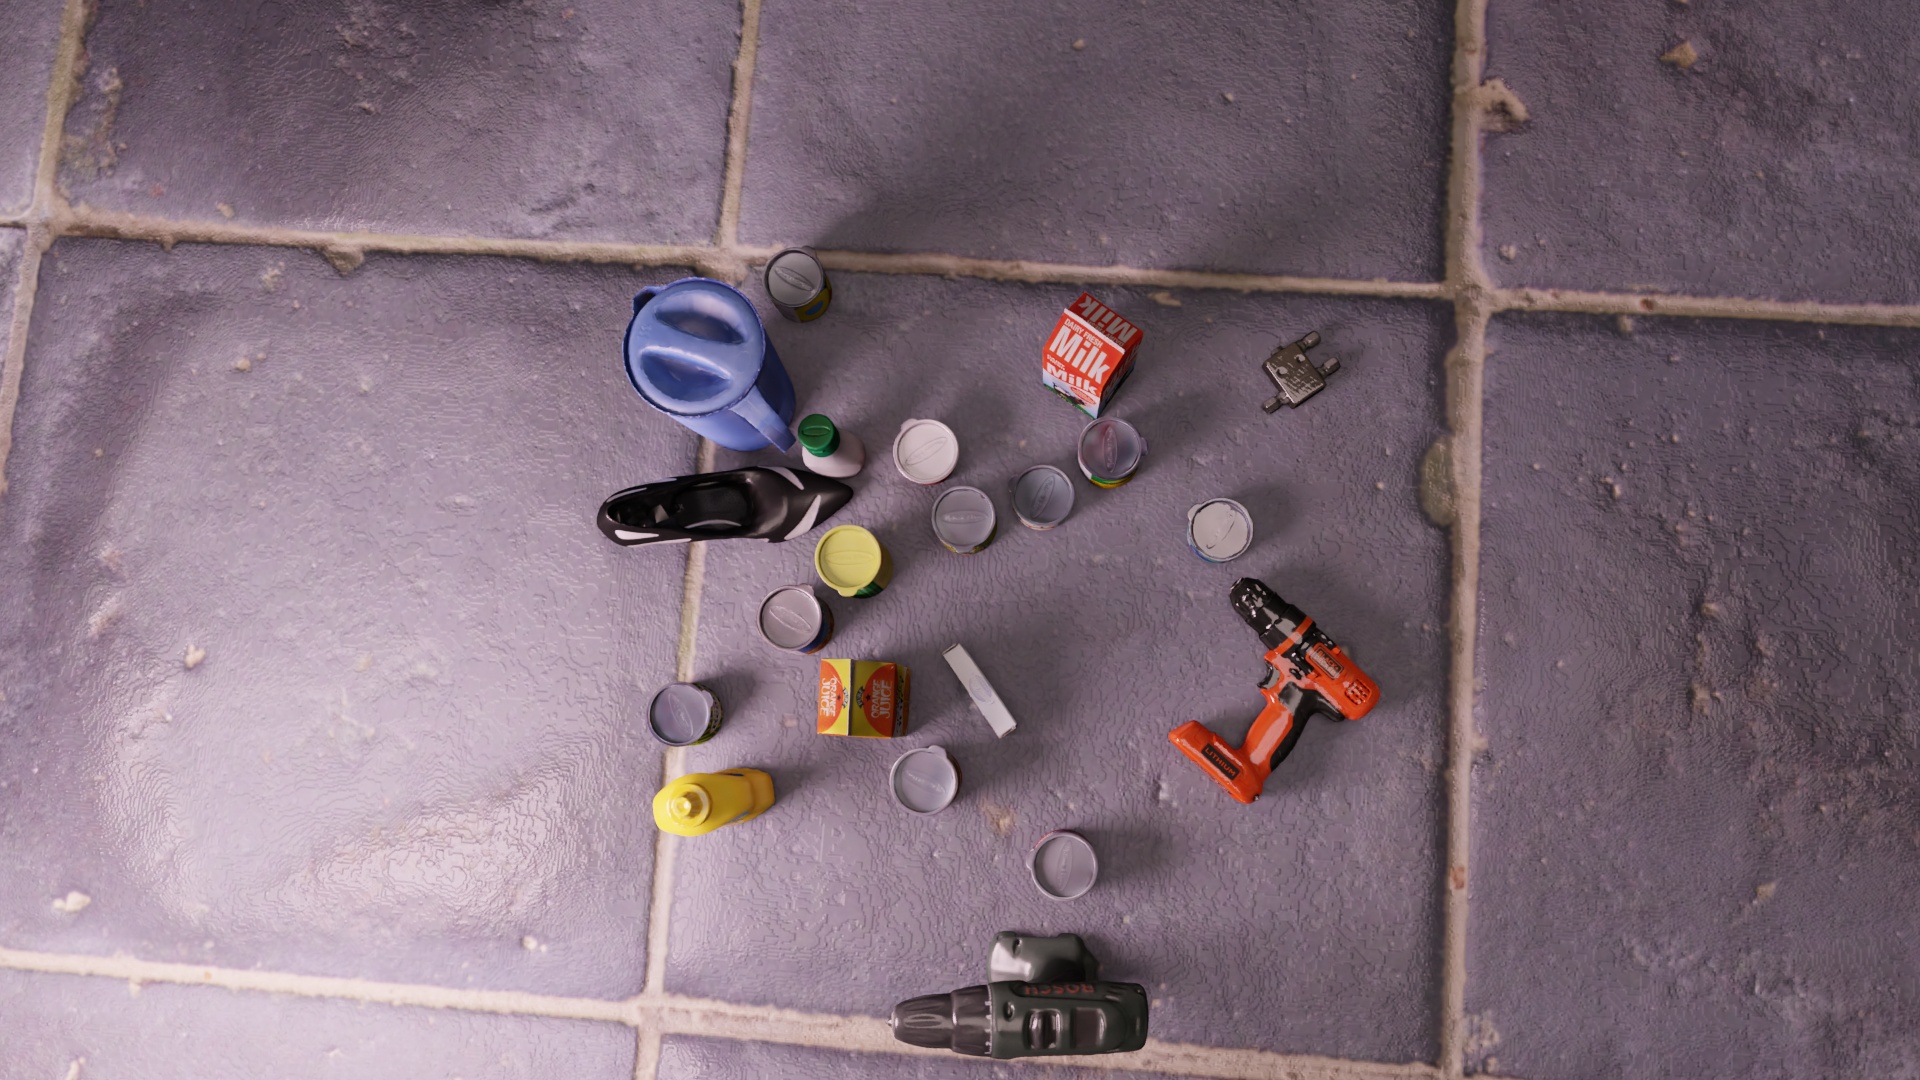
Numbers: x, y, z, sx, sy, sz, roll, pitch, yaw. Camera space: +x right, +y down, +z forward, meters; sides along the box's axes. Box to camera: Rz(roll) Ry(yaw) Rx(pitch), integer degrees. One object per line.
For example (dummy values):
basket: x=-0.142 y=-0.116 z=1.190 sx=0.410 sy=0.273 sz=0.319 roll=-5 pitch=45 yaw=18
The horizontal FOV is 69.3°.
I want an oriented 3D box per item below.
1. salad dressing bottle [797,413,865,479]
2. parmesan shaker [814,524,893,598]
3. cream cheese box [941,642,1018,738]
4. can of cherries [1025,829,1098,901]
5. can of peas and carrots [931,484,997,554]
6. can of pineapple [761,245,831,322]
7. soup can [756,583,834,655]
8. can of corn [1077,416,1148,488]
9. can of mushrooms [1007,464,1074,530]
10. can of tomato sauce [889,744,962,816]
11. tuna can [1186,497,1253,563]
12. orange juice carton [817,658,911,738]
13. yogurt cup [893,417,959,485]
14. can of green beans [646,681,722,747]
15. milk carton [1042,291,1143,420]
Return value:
salad dressing bottle: x=-0.134 y=-0.095 z=1.412 sx=0.064 sy=0.147 sz=0.044 roll=-2 pitch=82 yaw=4
parmesan shaker: x=-0.107 y=0.026 z=1.415 sx=0.071 sy=0.103 sz=0.071 roll=0 pitch=82 yaw=4
cream cheese box: x=0.021 y=0.153 z=1.414 sx=0.024 sy=0.053 sz=0.104 roll=-35 pitch=81 yaw=-1
can of cherries: x=0.101 y=0.321 z=1.382 sx=0.071 sy=0.058 sz=0.071 roll=0 pitch=82 yaw=4
can of peas and carrots: x=0.005 y=-0.018 z=1.437 sx=0.071 sy=0.058 sz=0.071 roll=0 pitch=82 yaw=4
can of pineapple: x=-0.172 y=-0.274 z=1.486 sx=0.071 sy=0.058 sz=0.071 roll=0 pitch=82 yaw=4
soup can: x=-0.166 y=0.080 z=1.421 sx=0.071 sy=0.083 sz=0.071 roll=0 pitch=82 yaw=4
can of corn: x=0.157 y=-0.090 z=1.438 sx=0.071 sy=0.058 sz=0.071 roll=0 pitch=82 yaw=4
can of mushrooms: x=0.084 y=-0.046 z=1.449 sx=0.071 sy=0.033 sz=0.071 roll=0 pitch=82 yaw=4
can of tomato sauce: x=-0.033 y=0.238 z=1.390 sx=0.071 sy=0.083 sz=0.071 roll=0 pitch=82 yaw=4
tuna can: x=0.265 y=-0.011 z=1.433 sx=0.071 sy=0.033 sz=0.071 roll=0 pitch=82 yaw=4
orange juice carton: x=-0.094 y=0.154 z=1.351 sx=0.073 sy=0.192 sz=0.072 roll=3 pitch=83 yaw=4
yogurt cup: x=-0.034 y=-0.089 z=1.452 sx=0.072 sy=0.054 sz=0.072 roll=0 pitch=82 yaw=4
can of green beans: x=-0.283 y=0.179 z=1.428 sx=0.071 sy=0.058 sz=0.071 roll=0 pitch=82 yaw=4
milk carton: x=0.131 y=-0.186 z=1.387 sx=0.072 sy=0.190 sz=0.073 roll=36 pitch=86 yaw=8
